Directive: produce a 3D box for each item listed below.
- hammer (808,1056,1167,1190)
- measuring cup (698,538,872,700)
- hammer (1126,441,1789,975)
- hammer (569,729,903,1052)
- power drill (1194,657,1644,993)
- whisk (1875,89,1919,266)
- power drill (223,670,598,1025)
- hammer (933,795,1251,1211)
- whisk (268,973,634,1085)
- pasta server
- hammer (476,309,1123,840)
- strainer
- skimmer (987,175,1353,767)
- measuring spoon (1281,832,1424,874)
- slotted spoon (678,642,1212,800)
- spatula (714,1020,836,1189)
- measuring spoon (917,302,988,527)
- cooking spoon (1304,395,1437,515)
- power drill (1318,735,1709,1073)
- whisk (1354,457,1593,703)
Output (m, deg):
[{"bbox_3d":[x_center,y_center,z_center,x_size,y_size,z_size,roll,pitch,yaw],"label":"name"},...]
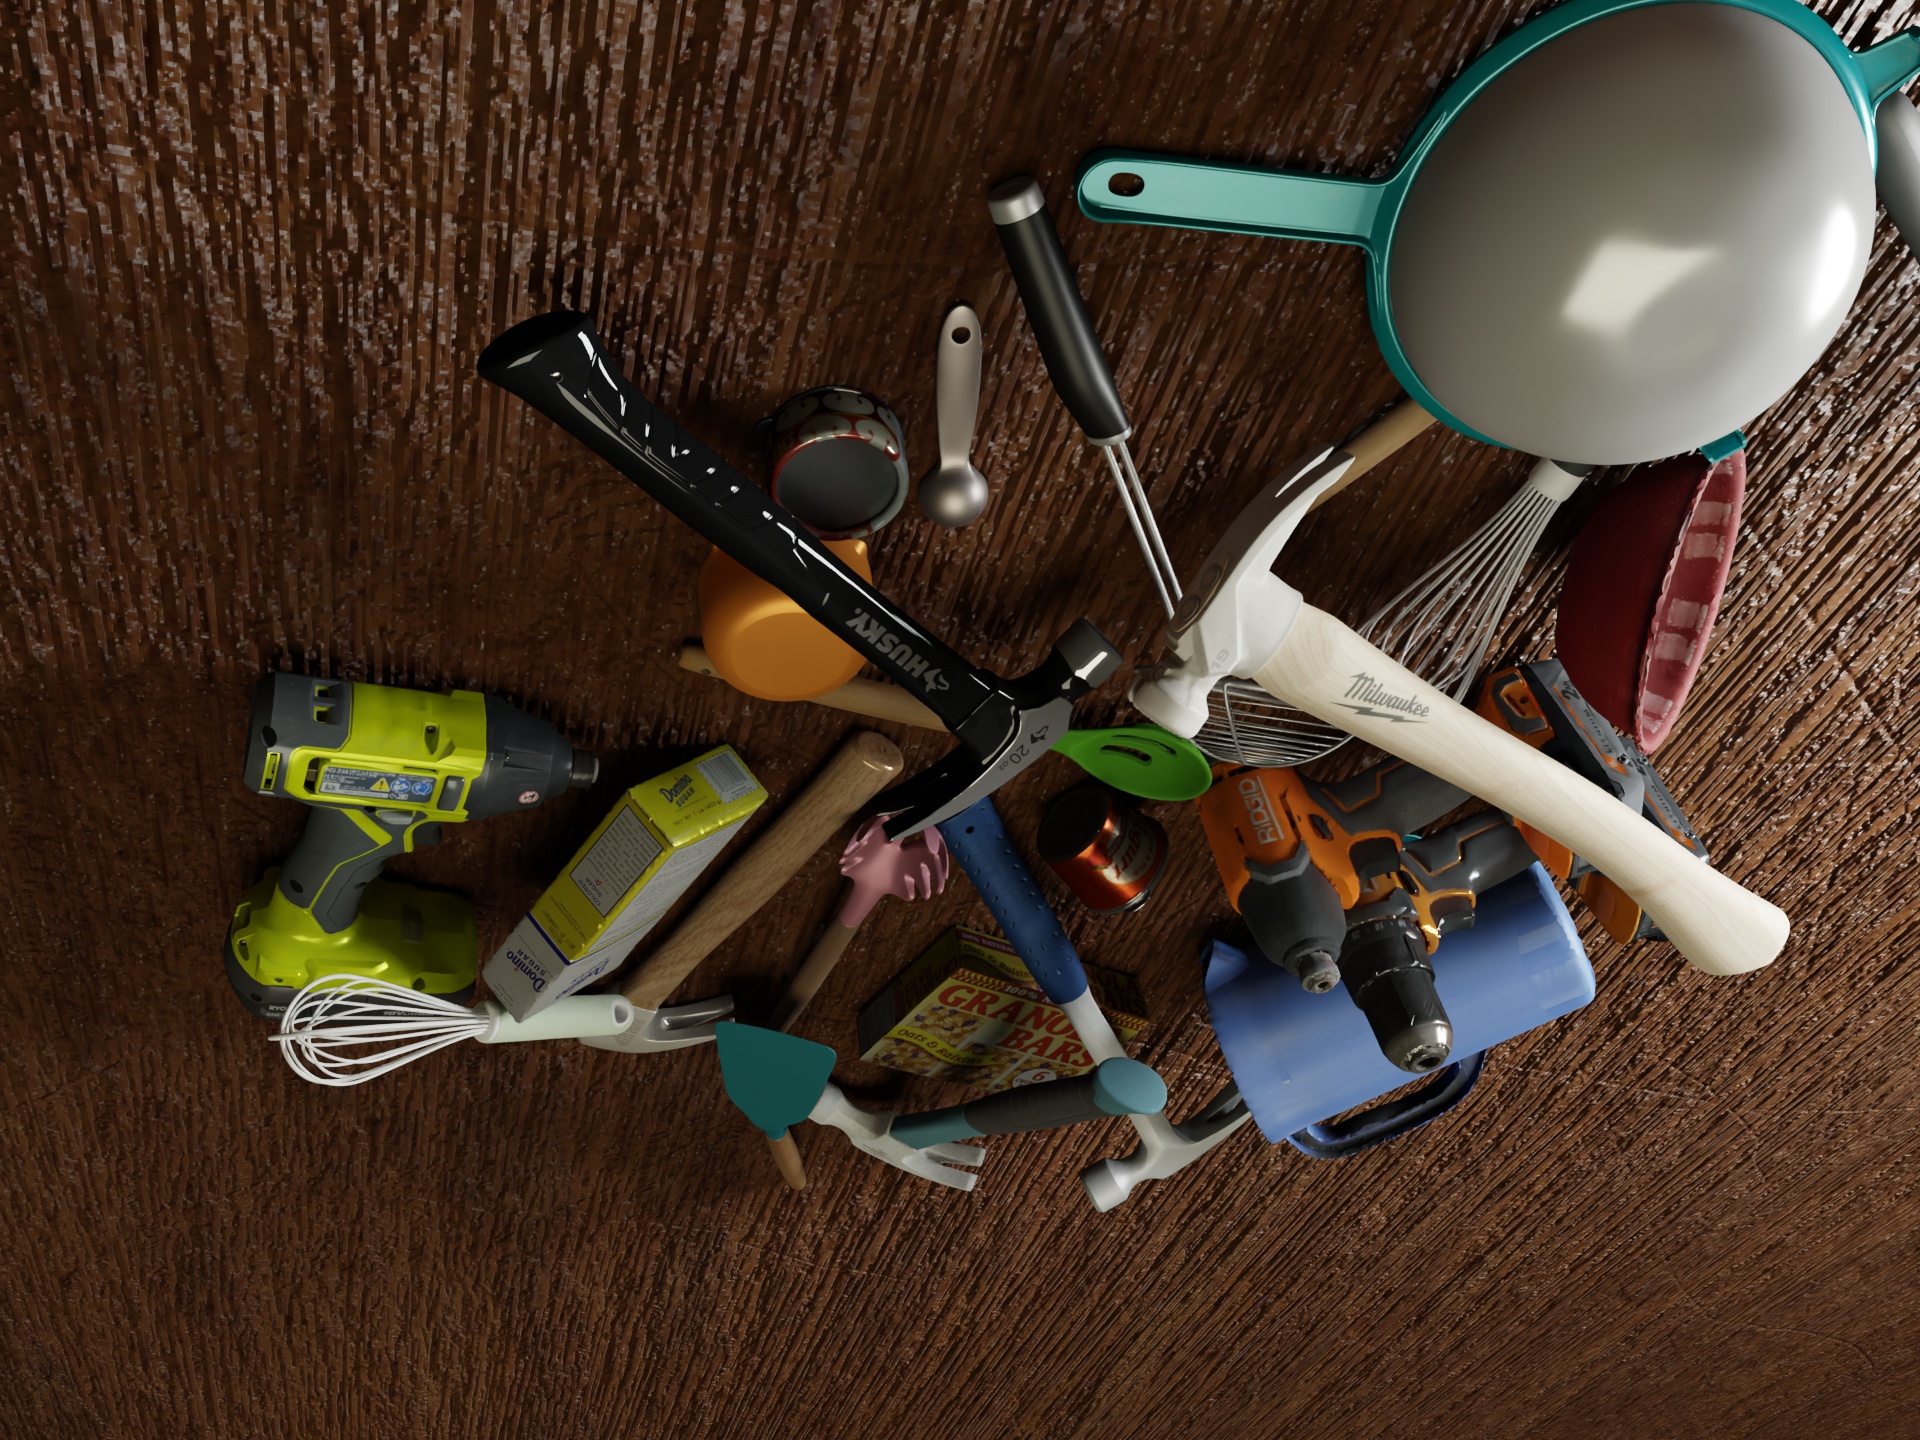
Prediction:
[{"bbox_3d":[0.020,0.266,1.071,0.128,0.033,0.331,35,147,-18],"label":"hammer"},{"bbox_3d":[-0.105,-0.071,0.756,0.095,0.052,0.173,-26,139,17],"label":"measuring cup"},{"bbox_3d":[0.280,0.021,0.791,0.410,0.038,0.146,28,103,-23],"label":"hammer"},{"bbox_3d":[-0.141,0.114,0.977,0.130,0.031,0.331,22,129,-31],"label":"hammer"},{"bbox_3d":[0.258,0.062,0.898,0.226,0.164,0.084,-16,137,4],"label":"power drill"},{"bbox_3d":[0.458,-0.199,0.728,0.055,0.055,0.238,-34,129,25],"label":"whisk"},{"bbox_3d":[-0.305,0.072,0.865,0.171,0.080,0.223,8,133,-27],"label":"power drill"},{"bbox_3d":[0.081,0.181,1.044,0.144,0.035,0.405,-30,127,1],"label":"hammer"},{"bbox_3d":[-0.278,0.172,0.905,0.059,0.058,0.246,-13,167,31],"label":"whisk"},{"bbox_3d":[-0.080,0.142,0.997,0.060,0.040,0.316,23,138,-9],"label":"pasta server"},{"bbox_3d":[-0.074,-0.064,0.715,0.146,0.035,0.334,-44,128,10],"label":"hammer"},{"bbox_3d":[0.217,-0.185,0.640,0.340,0.095,0.210,4,130,-7],"label":"strainer"},{"bbox_3d":[0.104,-0.106,0.763,0.127,0.090,0.362,11,141,41],"label":"skimmer"},{"bbox_3d":[0.247,0.094,1.043,0.128,0.021,0.042,-3,101,4],"label":"measuring spoon"},{"bbox_3d":[-0.001,-0.003,0.875,0.313,0.031,0.070,13,150,-21],"label":"slotted spoon"},{"bbox_3d":[-0.127,0.293,1.156,0.082,0.044,0.317,12,153,6],"label":"spatula"},{"bbox_3d":[-0.001,-0.135,0.731,0.034,0.018,0.124,-4,138,-6],"label":"measuring spoon"},{"bbox_3d":[0.256,-0.175,0.733,0.068,0.017,0.319,37,123,-26],"label":"cooking spoon"},{"bbox_3d":[0.320,0.107,0.948,0.226,0.186,0.084,-12,138,-2],"label":"power drill"},{"bbox_3d":[0.282,-0.098,0.804,0.070,0.070,0.284,11,131,-22],"label":"whisk"}]
